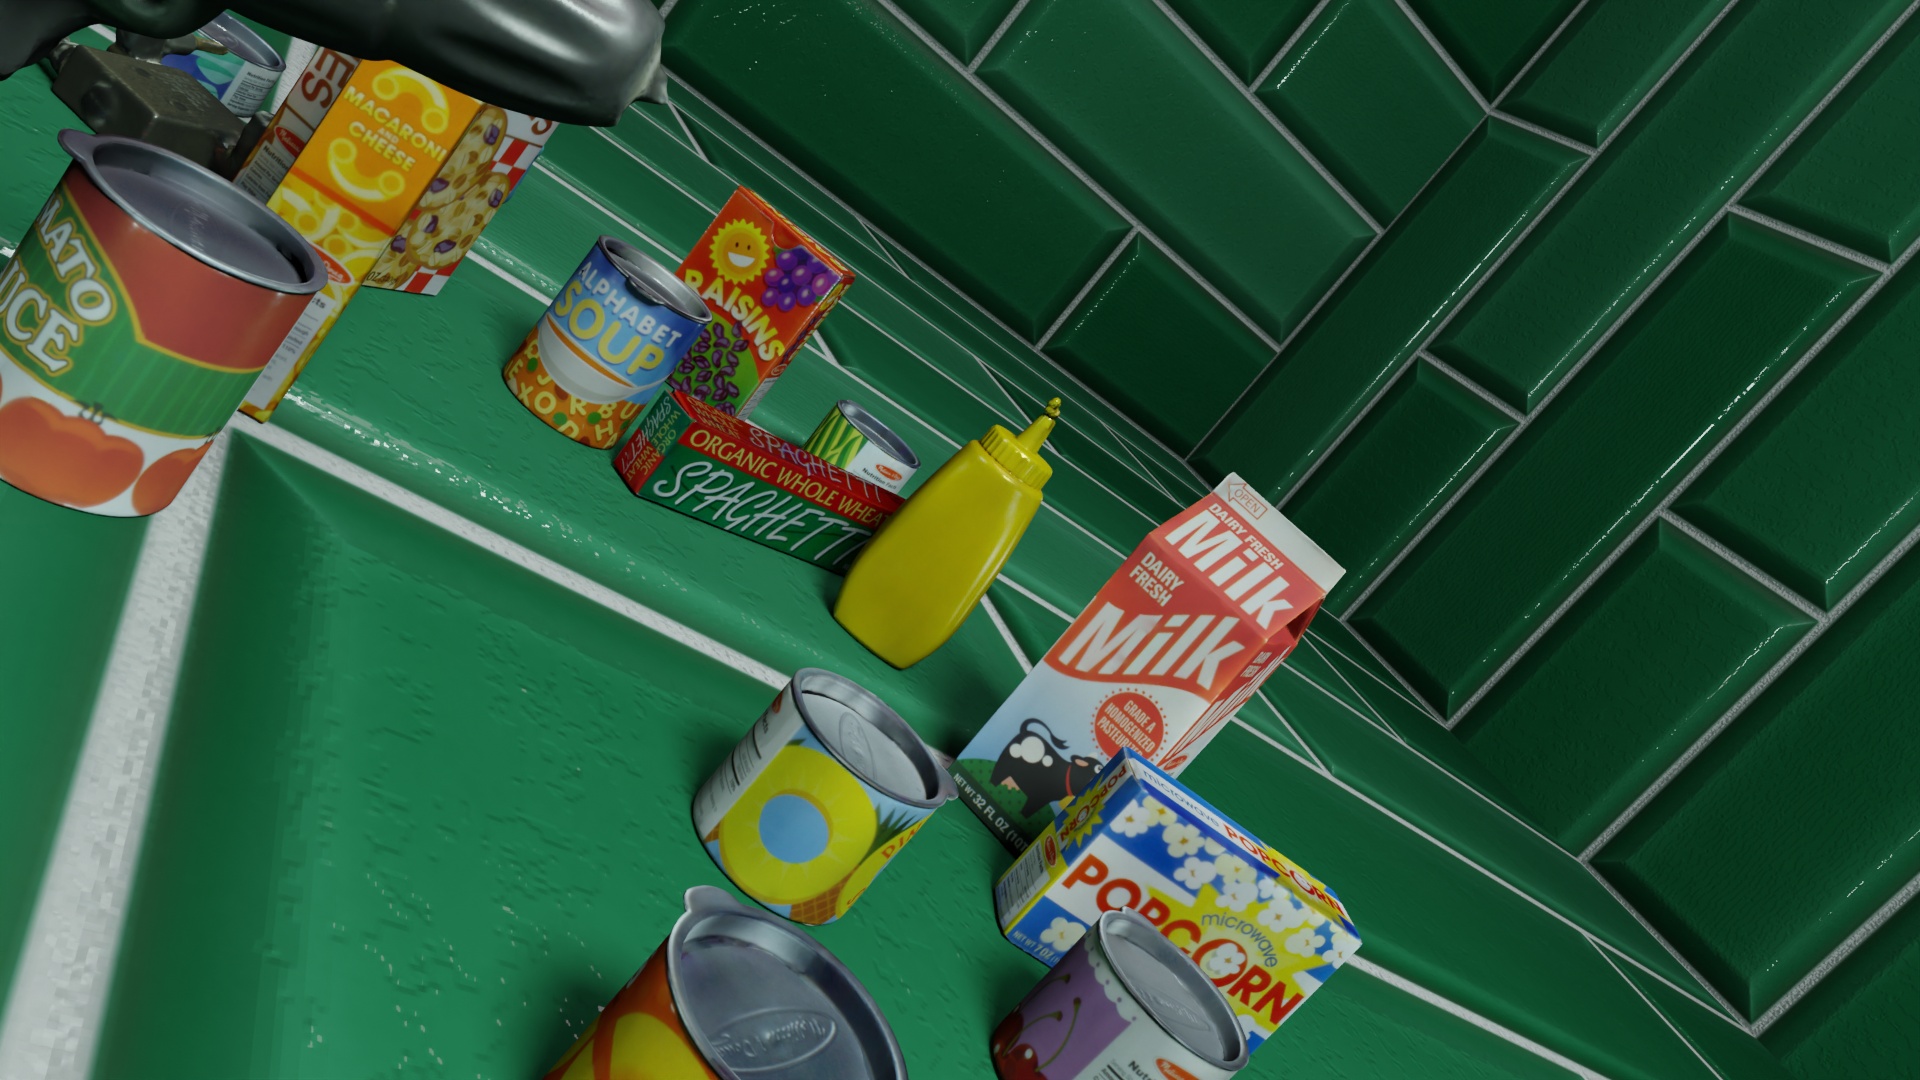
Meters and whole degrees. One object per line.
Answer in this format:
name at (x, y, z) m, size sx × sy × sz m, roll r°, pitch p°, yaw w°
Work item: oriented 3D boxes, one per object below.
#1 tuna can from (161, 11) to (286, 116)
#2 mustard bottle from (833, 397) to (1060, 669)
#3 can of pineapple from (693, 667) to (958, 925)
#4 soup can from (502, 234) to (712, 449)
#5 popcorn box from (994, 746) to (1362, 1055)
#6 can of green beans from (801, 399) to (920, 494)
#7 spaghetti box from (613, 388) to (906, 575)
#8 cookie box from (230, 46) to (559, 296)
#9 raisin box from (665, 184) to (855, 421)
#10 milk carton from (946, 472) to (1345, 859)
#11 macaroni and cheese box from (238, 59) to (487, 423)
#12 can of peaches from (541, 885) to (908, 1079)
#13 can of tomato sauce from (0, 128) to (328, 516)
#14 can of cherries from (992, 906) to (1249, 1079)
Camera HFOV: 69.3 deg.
tuna can at (-0.388, -0.252, 0.712) m, size 0.071 × 0.032 × 0.071 m, roll 38°, pitch 12°, yaw -9°
mustard bottle at (0.003, -0.009, 0.712) m, size 0.065 × 0.160 × 0.049 m, roll 40°, pitch 12°, yaw -2°
can of pineapple at (-0.046, 0.087, 0.469) m, size 0.071 × 0.057 × 0.071 m, roll 38°, pitch 12°, yaw -10°
soup can at (-0.173, -0.096, 0.678) m, size 0.071 × 0.083 × 0.071 m, roll 38°, pitch 12°, yaw -10°
popcorn box at (0.089, 0.153, 0.570) m, size 0.126 × 0.085 × 0.038 m, roll 36°, pitch 12°, yaw -17°
can of green beans at (-0.068, -0.046, 0.874) m, size 0.071 × 0.057 × 0.071 m, roll 38°, pitch 12°, yaw -10°
spaghetti box at (-0.077, -0.015, 0.757) m, size 0.250 × 0.050 × 0.029 m, roll 25°, pitch 19°, yaw -51°
cookie box at (-0.237, -0.190, 0.624) m, size 0.040 × 0.167 × 0.123 m, roll 42°, pitch 12°, yaw 7°
raisin box at (-0.137, -0.143, 0.858) m, size 0.086 × 0.123 × 0.040 m, roll 41°, pitch 12°, yaw 2°
milk carton at (0.087, 0.062, 0.638) m, size 0.072 × 0.190 × 0.073 m, roll 45°, pitch 13°, yaw 21°
macaroni and cheese box at (-0.215, -0.137, 0.506) m, size 0.040 × 0.166 × 0.124 m, roll 34°, pitch 13°, yaw -27°
can of peaches at (-0.056, 0.124, 0.310) m, size 0.071 × 0.058 × 0.071 m, roll 38°, pitch 12°, yaw -10°
can of tomato sauce at (-0.229, -0.058, 0.381) m, size 0.071 × 0.083 × 0.071 m, roll 38°, pitch 12°, yaw -10°
can of cherries at (0.053, 0.169, 0.472) m, size 0.071 × 0.058 × 0.072 m, roll 38°, pitch 12°, yaw -10°
